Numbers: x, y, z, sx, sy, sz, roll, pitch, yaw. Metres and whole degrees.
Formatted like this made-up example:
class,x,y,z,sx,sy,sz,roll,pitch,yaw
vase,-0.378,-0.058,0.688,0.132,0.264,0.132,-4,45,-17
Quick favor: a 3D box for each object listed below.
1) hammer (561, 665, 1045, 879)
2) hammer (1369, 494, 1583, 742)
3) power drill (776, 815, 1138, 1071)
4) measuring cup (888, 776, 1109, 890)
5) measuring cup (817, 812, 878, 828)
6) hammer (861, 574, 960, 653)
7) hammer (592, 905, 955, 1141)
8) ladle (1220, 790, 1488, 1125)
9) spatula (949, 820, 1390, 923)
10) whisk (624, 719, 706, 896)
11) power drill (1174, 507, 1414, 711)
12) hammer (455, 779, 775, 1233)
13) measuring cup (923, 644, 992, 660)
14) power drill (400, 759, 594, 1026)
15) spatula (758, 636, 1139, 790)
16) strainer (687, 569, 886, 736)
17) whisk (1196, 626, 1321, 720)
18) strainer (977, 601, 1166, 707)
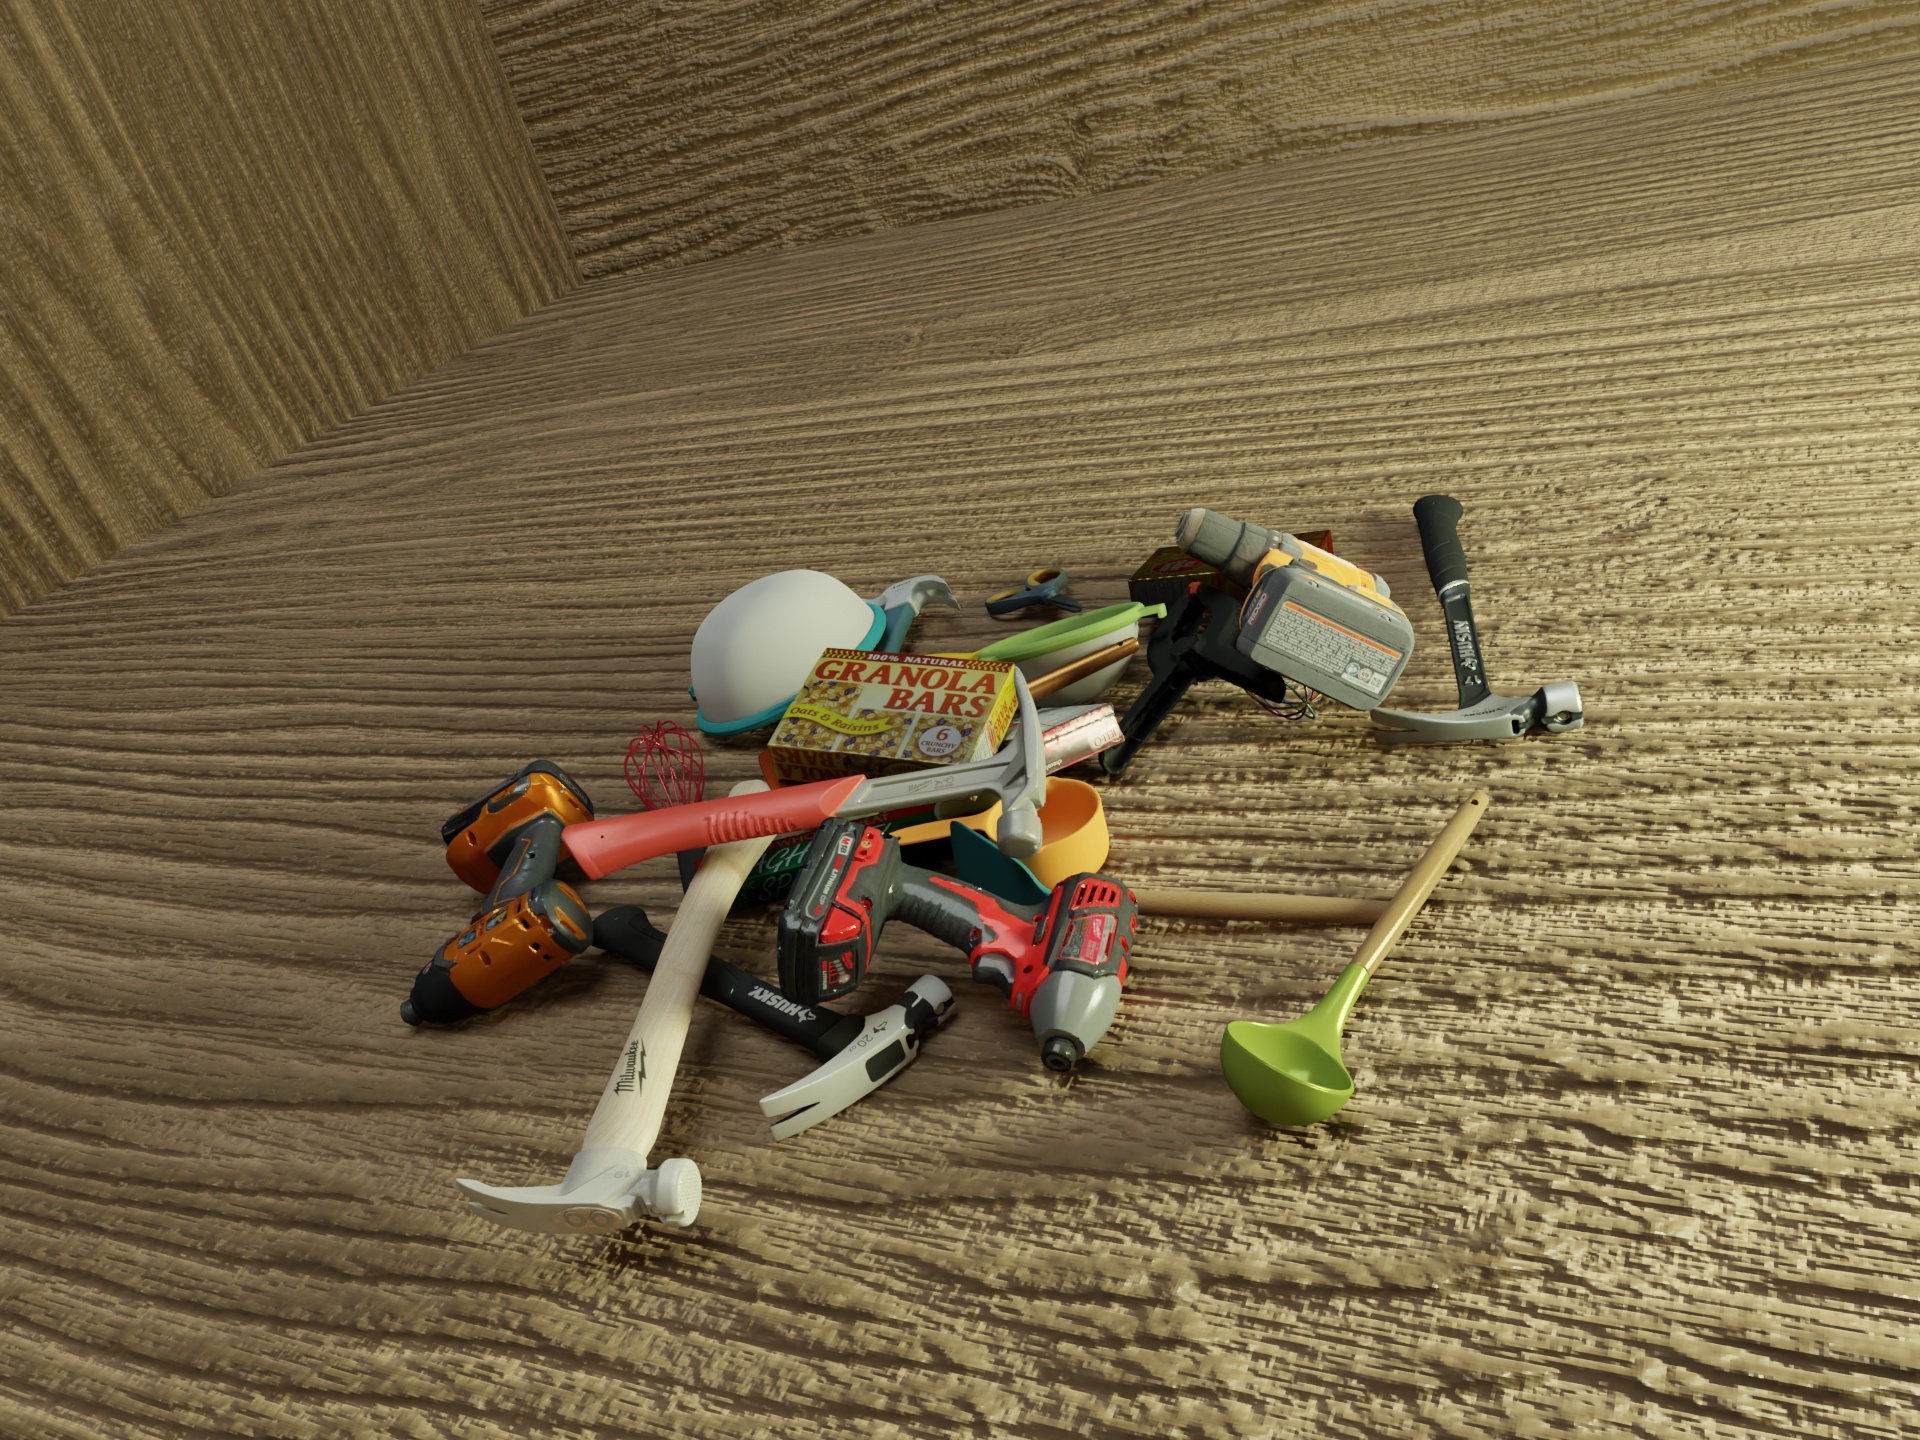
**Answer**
class,x,y,z,sx,sy,sz,roll,pitch,yaw
hammer,-0.116,0.055,1.152,0.359,0.036,0.149,-10,51,11
hammer,0.411,-0.096,1.335,0.149,0.036,0.409,-10,29,16
power drill,-0.001,0.148,1.032,0.219,0.078,0.143,12,43,8
measuring cup,0.027,0.095,1.190,0.173,0.052,0.095,-10,29,17
measuring cup,-0.070,0.022,1.333,0.167,0.038,0.083,-42,59,-16
hammer,-0.080,-0.043,1.500,0.128,0.033,0.331,-20,28,23
hammer,-0.167,0.194,1.137,0.335,0.035,0.146,14,40,44
ladle,0.259,0.130,0.978,0.078,0.062,0.320,27,49,25
spatula,0.141,0.117,1.087,0.317,0.082,0.044,1,33,18
whisk,-0.238,0.083,1.355,0.073,0.073,0.296,-22,35,-8
power drill,0.259,-0.101,1.264,0.185,0.084,0.226,25,20,-2
hammer,-0.202,0.175,1.093,0.146,0.038,0.411,-4,33,12
measuring cup,-0.001,-0.046,1.493,0.062,0.029,0.156,-39,23,-30
power drill,-0.374,0.144,1.283,0.164,0.084,0.227,-33,31,9
spatula,-0.002,-0.004,1.277,0.322,0.041,0.081,-25,39,-9
strainer,-0.165,-0.067,1.471,0.211,0.095,0.341,-33,22,-6
whisk,0.236,-0.051,1.344,0.047,0.051,0.245,-54,26,4
strainer,0.050,-0.031,1.354,0.256,0.069,0.151,-22,8,-23
